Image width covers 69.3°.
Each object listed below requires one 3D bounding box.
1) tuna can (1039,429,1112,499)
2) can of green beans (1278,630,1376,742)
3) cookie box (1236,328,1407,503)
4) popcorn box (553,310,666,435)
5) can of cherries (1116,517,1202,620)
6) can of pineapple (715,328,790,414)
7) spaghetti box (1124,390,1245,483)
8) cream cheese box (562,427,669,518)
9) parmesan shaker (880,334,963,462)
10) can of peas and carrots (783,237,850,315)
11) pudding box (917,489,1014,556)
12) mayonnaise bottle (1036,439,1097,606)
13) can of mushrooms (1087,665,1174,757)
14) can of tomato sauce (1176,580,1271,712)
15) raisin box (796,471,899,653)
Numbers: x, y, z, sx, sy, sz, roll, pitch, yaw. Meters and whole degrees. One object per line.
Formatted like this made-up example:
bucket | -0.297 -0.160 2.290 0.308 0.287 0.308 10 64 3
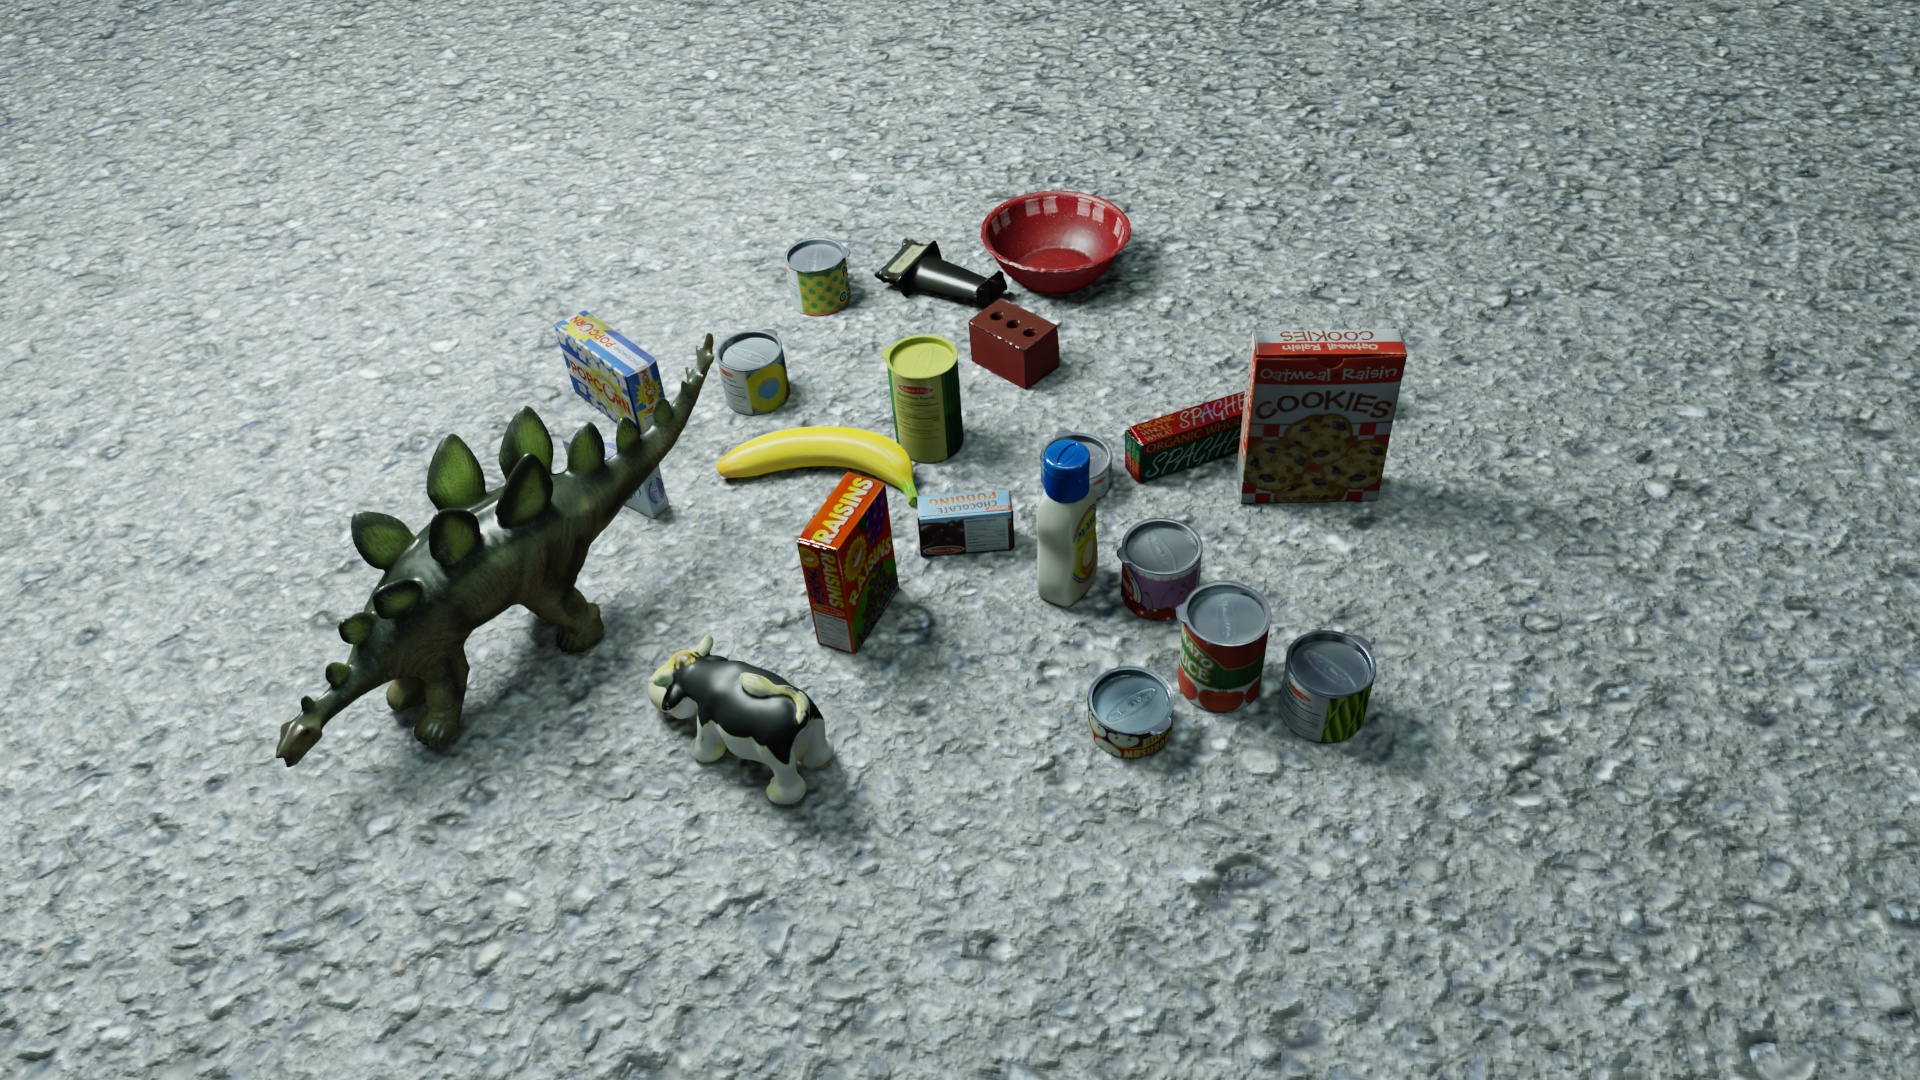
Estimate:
tuna can | 0.105 -0.067 1.271 0.071 0.032 0.071 -2 45 2
can of green beans | 0.279 0.112 1.059 0.071 0.057 0.071 -2 45 2
cookie box | 0.307 -0.104 1.198 0.123 0.166 0.040 -1 45 4
popcorn box | -0.340 -0.161 1.363 0.038 0.084 0.127 -36 53 -28
can of cherries | 0.164 0.024 1.156 0.071 0.058 0.072 -2 45 2
can of pineapple | -0.203 -0.167 1.378 0.071 0.057 0.071 -2 45 2
spaghetti box | 0.270 -0.113 1.293 0.251 0.050 0.029 -18 46 -13
cream cheese box | -0.318 -0.063 1.284 0.104 0.053 0.024 23 51 25
parmesan shaker | -0.035 -0.132 1.297 0.071 0.102 0.072 -2 45 2
can of peas and carrots | -0.151 -0.283 1.490 0.071 0.058 0.071 -2 45 2
pudding box | 0.004 -0.015 1.214 0.084 0.049 0.030 -5 45 -1
mayonnaise bottle | 0.088 -0.016 1.138 0.041 0.147 0.065 21 50 24
can of mushrooms | 0.132 0.133 1.066 0.071 0.033 0.071 -2 45 2
can of tomato sauce | 0.201 0.083 1.076 0.071 0.082 0.071 -2 45 2
raisin box | -0.090 0.019 1.135 0.040 0.122 0.086 16 48 20
